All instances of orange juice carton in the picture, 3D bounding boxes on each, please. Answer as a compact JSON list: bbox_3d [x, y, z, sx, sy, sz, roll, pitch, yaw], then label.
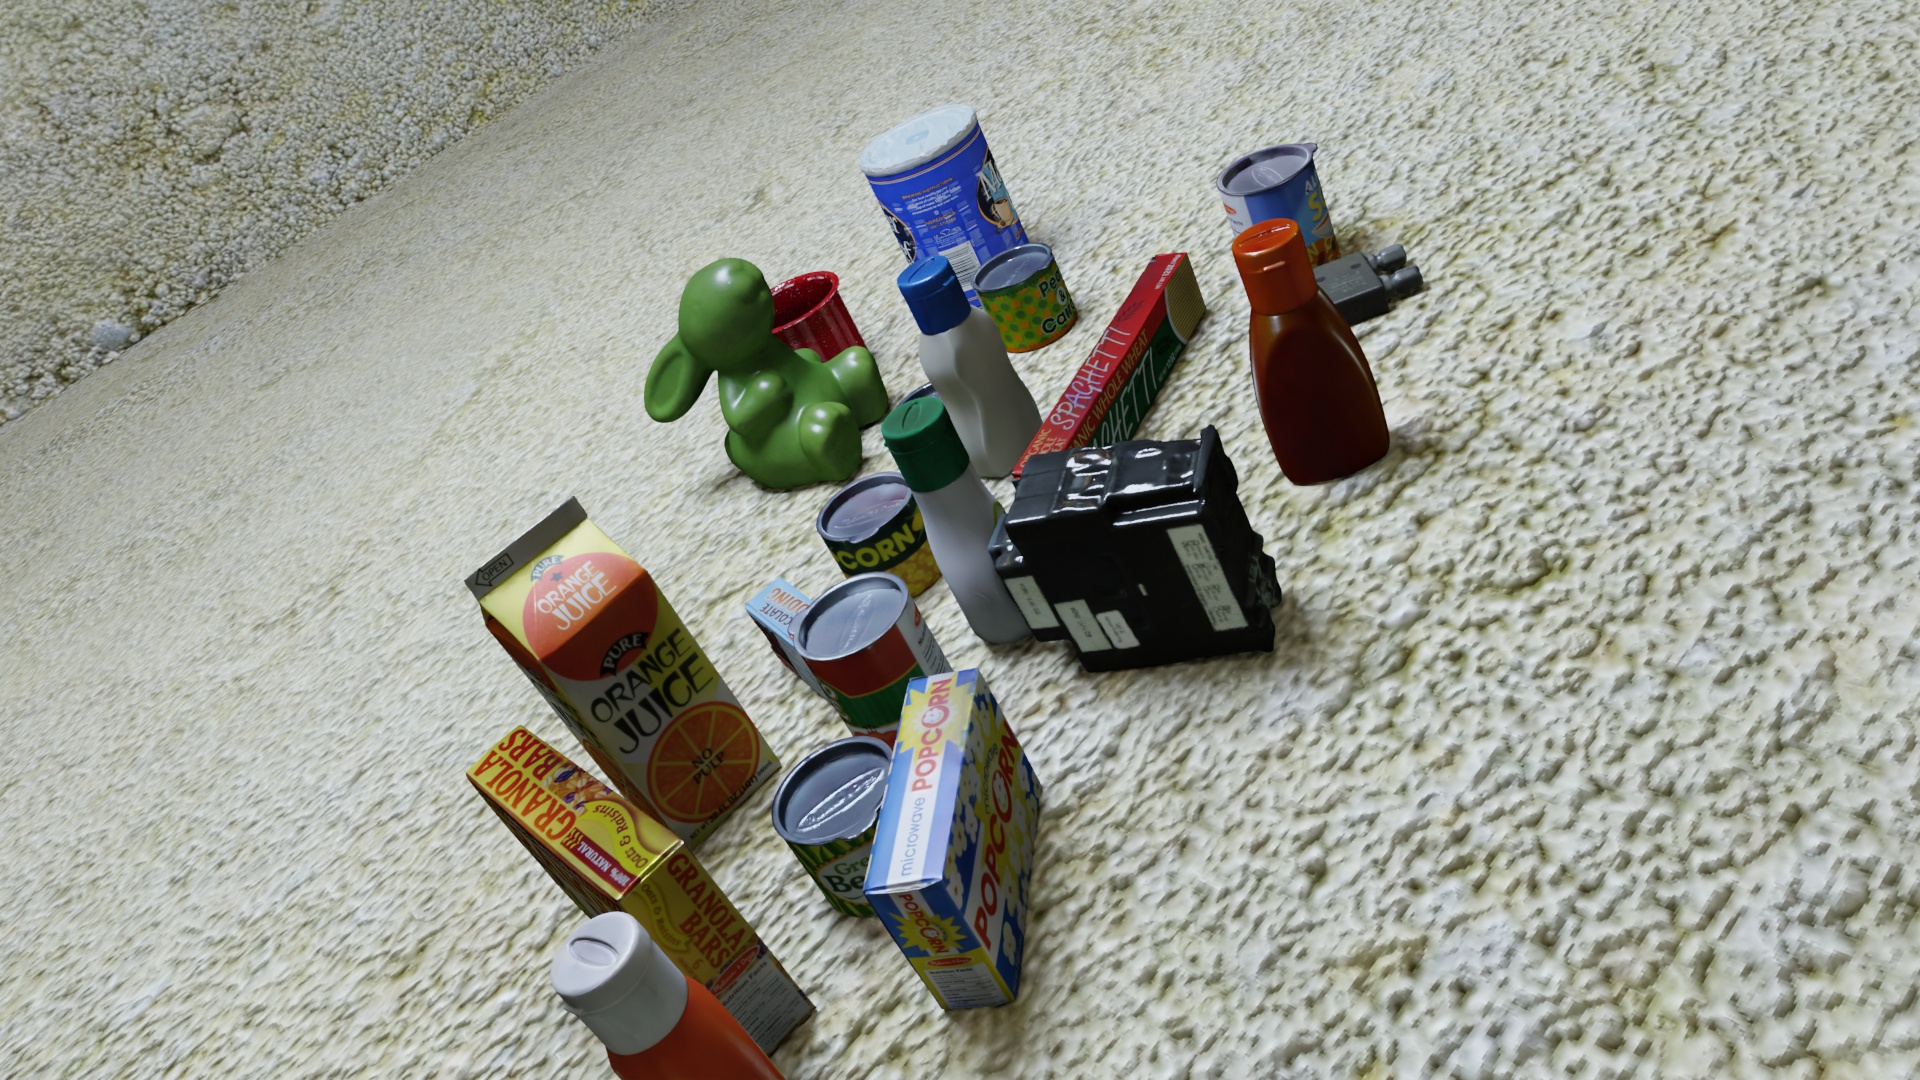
[{"bbox_3d":[-0.182,0.069,0.743,0.072,0.192,0.073,-43,35,-23],"label":"orange juice carton"}]

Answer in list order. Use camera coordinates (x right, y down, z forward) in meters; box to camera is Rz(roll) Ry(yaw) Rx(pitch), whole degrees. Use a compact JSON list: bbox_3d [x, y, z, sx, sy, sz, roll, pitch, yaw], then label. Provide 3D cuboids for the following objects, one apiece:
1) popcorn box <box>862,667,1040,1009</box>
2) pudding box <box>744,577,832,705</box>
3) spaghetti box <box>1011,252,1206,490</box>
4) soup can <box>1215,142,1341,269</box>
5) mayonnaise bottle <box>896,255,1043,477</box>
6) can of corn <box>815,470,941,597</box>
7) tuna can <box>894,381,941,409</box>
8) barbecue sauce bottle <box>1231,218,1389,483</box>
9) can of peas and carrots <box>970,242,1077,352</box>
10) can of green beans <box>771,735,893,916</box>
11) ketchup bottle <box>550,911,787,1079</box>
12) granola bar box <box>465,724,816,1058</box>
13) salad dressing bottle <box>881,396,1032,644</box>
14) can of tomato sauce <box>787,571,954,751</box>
[{"bbox_3d":[0.000,0.131,0.623,0.038,0.085,0.127,-15,34,20],"label":"popcorn box"},{"bbox_3d":[-0.091,0.060,0.823,0.030,0.049,0.084,-38,34,-17],"label":"pudding box"},{"bbox_3d":[0.102,-0.101,0.909,0.028,0.050,0.251,-1,41,36],"label":"spaghetti box"},{"bbox_3d":[0.223,-0.222,0.959,0.071,0.083,0.072,-19,33,13],"label":"soup can"},{"bbox_3d":[0.005,-0.115,0.908,0.041,0.147,0.065,6,45,41],"label":"mayonnaise bottle"},{"bbox_3d":[-0.048,0.001,0.867,0.071,0.058,0.071,-19,33,13],"label":"can of corn"},{"bbox_3d":[-0.015,-0.084,0.987,0.071,0.032,0.071,-19,33,13],"label":"tuna can"},{"bbox_3d":[0.186,-0.102,0.756,0.065,0.148,0.044,-18,33,16],"label":"barbecue sauce bottle"},{"bbox_3d":[0.051,-0.185,1.057,0.071,0.058,0.071,-19,33,13],"label":"can of peas and carrots"},{"bbox_3d":[-0.049,0.139,0.673,0.071,0.057,0.071,-19,33,13],"label":"can of green beans"},{"bbox_3d":[-0.103,0.203,0.536,0.064,0.148,0.044,3,43,40],"label":"ketchup bottle"},{"bbox_3d":[-0.154,0.164,0.653,0.039,0.123,0.165,-44,36,-24],"label":"granola bar box"},{"bbox_3d":[0.003,-0.010,0.761,0.044,0.147,0.064,-15,34,20],"label":"salad dressing bottle"},{"bbox_3d":[-0.043,0.070,0.743,0.071,0.082,0.071,-19,33,13],"label":"can of tomato sauce"}]
